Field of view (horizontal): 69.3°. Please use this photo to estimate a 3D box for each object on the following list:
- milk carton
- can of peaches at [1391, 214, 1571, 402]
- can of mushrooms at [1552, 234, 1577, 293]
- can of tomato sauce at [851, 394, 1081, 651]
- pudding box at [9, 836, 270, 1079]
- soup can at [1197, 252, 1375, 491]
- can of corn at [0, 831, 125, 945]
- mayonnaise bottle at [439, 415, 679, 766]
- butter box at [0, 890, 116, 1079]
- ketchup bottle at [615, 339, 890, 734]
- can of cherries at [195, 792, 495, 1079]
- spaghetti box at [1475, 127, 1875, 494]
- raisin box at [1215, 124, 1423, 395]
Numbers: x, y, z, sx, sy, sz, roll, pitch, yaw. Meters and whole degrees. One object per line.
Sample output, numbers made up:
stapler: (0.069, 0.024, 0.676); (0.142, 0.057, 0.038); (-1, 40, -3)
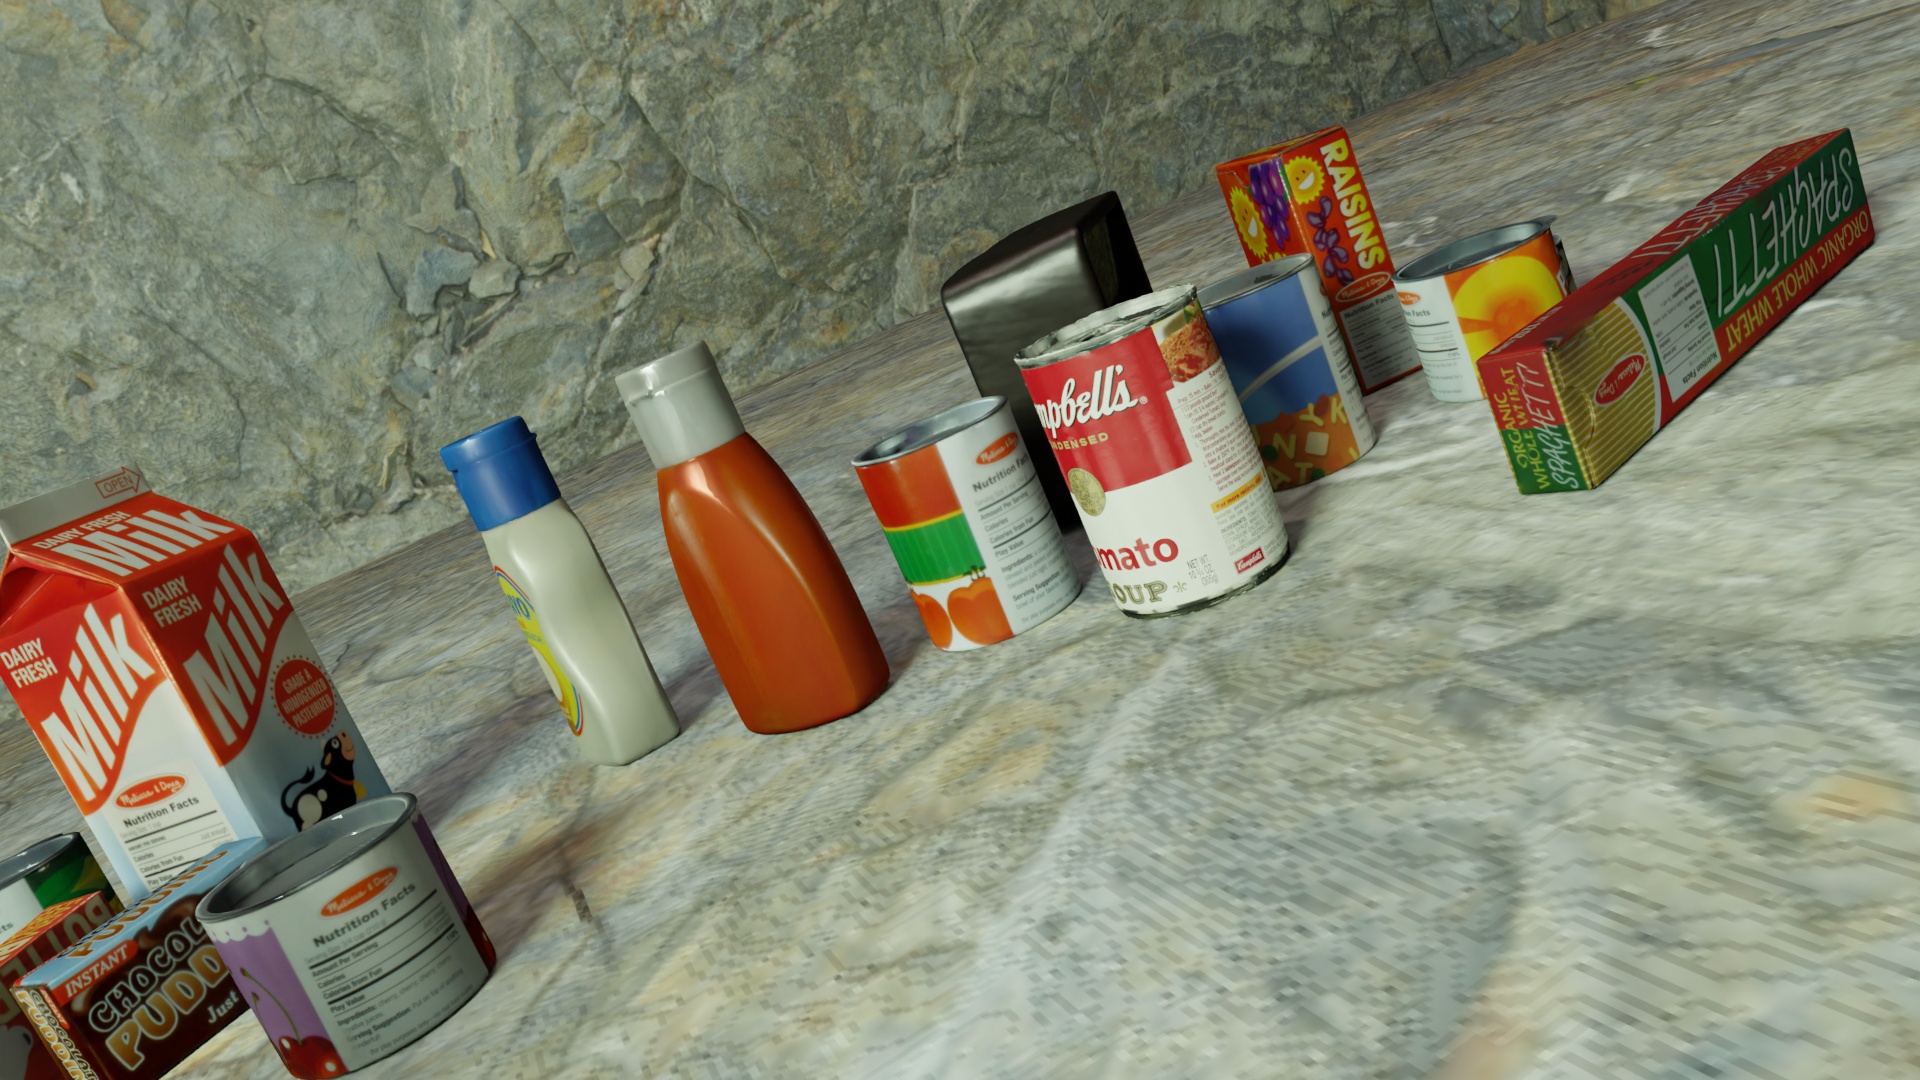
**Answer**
milk carton: (-0.303, 0.064, 0.546); (0.073, 0.190, 0.072); (-19, 13, 16)
can of peaches: (0.228, -0.098, 0.592); (0.071, 0.058, 0.071); (-22, 13, 5)
can of mushrooms: (0.264, -0.121, 0.677); (0.071, 0.033, 0.071); (-22, 13, 5)
can of tomato sauce: (0.002, -0.007, 0.554); (0.071, 0.083, 0.071); (-22, 13, 5)
pudding box: (-0.269, 0.145, 0.478); (0.030, 0.049, 0.084); (-15, 15, 32)
soup can: (0.128, -0.069, 0.587); (0.071, 0.083, 0.071); (-22, 13, 5)
can of corn: (-0.392, 0.165, 0.589); (0.071, 0.058, 0.071); (-22, 13, 5)
mayonnaise bottle: (-0.169, 0.022, 0.585); (0.041, 0.147, 0.064); (-29, 14, -27)
butter box: (-0.318, 0.167, 0.467); (0.024, 0.053, 0.104); (-21, 13, 8)
ketchup bottle: (-0.083, -0.001, 0.525); (0.064, 0.148, 0.044); (-15, 15, 32)
can of cherries: (-0.185, 0.119, 0.423); (0.071, 0.058, 0.071); (-22, 13, 5)
spaghetti box: (0.270, -0.090, 0.506); (0.251, 0.050, 0.028); (-31, 15, -33)
raisin box: (0.176, -0.137, 0.690); (0.040, 0.123, 0.086); (-24, 13, -4)
